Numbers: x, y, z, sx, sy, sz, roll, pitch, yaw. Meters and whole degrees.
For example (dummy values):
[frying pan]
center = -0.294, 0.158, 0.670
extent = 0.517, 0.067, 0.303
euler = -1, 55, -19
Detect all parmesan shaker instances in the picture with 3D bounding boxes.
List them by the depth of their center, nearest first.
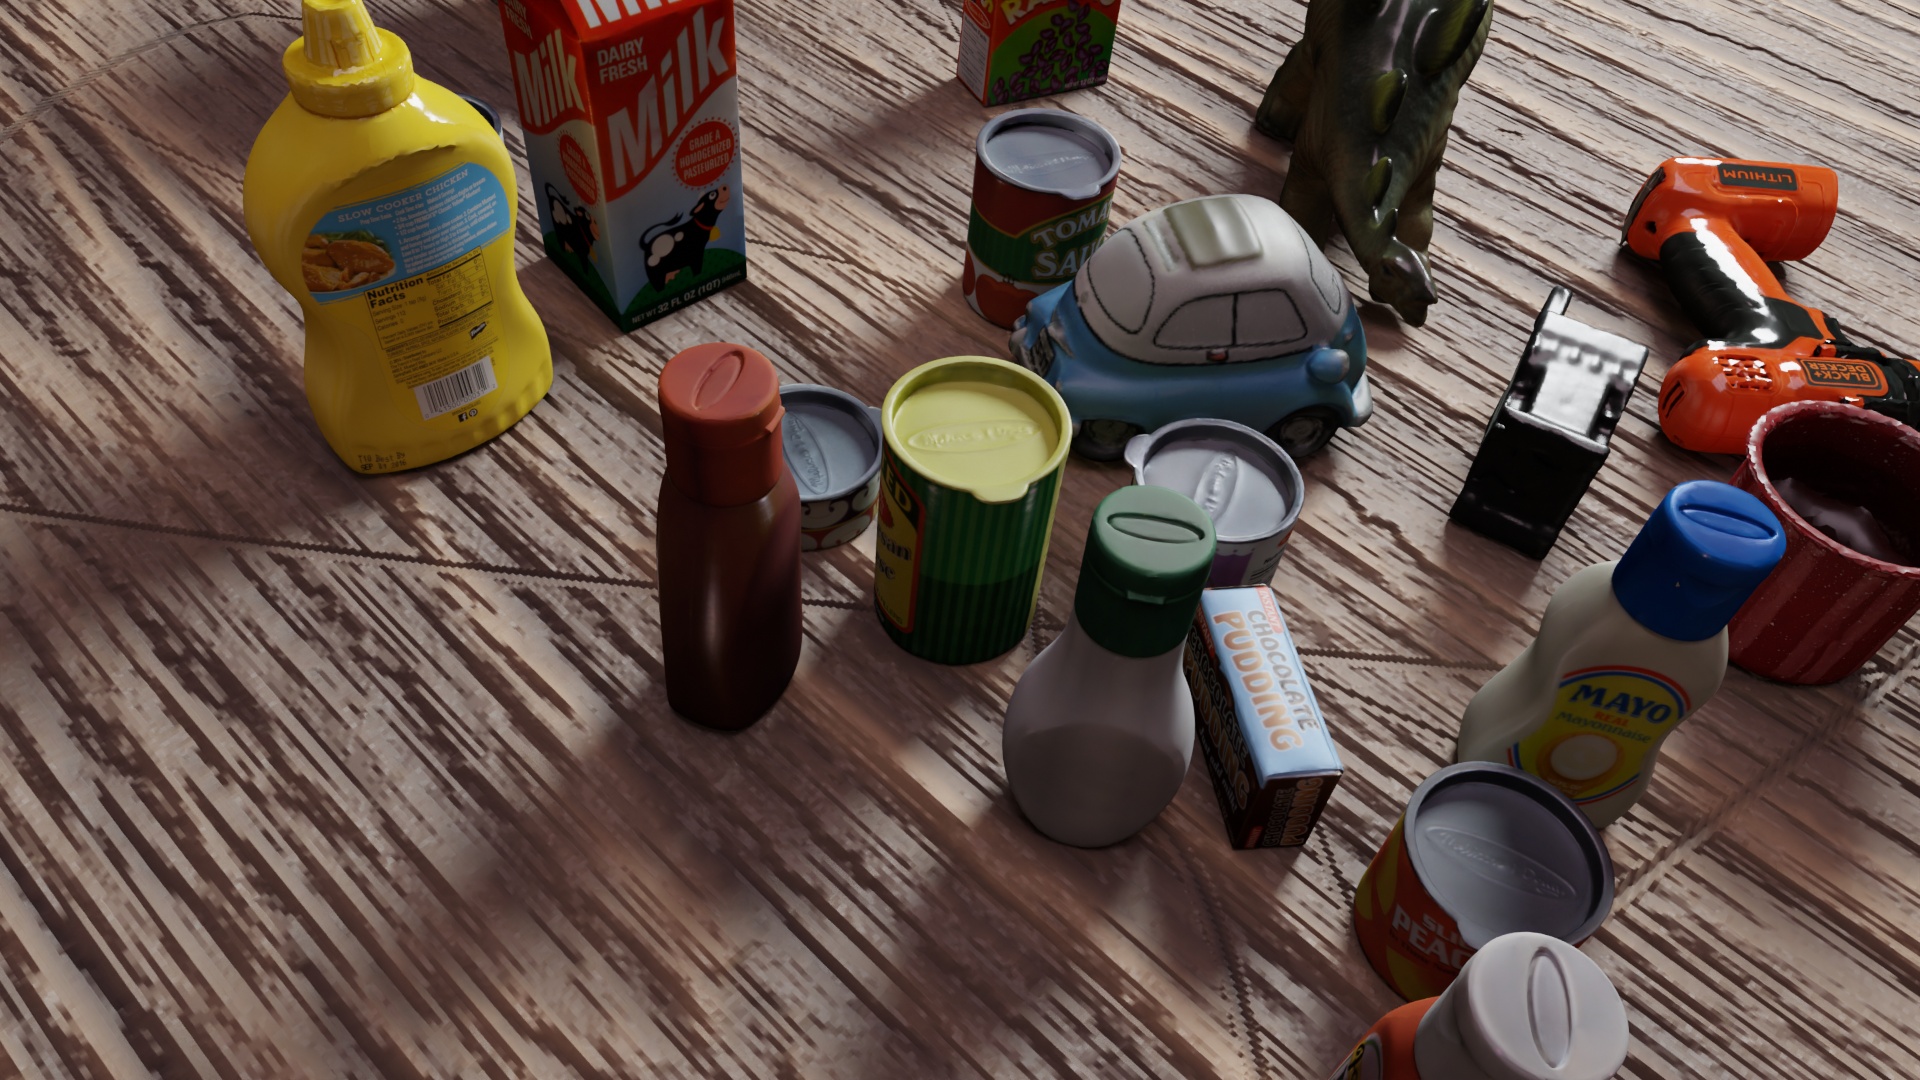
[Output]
[parmesan shaker]
center = 0.002, -0.006, 0.515
extent = 0.071, 0.102, 0.072
euler = 3, 49, -4

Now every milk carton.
[milk carton]
center = -0.145, -0.193, 0.602
extent = 0.072, 0.189, 0.073
euler = -31, 59, -29

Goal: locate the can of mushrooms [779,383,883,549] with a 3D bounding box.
[can of mushrooms]
center = -0.062, -0.031, 0.575
extent = 0.071, 0.033, 0.071
euler = 3, 49, -4

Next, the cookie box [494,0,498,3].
[cookie box]
center = -0.219, -0.347, 0.743
extent = 0.040, 0.166, 0.123
euler = -33, 60, -29

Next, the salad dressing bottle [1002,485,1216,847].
[salad dressing bottle]
center = 0.049, 0.044, 0.447
extent = 0.064, 0.146, 0.044
euler = 10, 49, 2

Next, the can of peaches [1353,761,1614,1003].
[can of peaches]
center = 0.169, 0.118, 0.456
extent = 0.071, 0.057, 0.071
euler = 3, 49, -4

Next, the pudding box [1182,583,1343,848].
[pudding box]
center = 0.106, 0.063, 0.502
extent = 0.030, 0.049, 0.084
euler = -4, 50, -10

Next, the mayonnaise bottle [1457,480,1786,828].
[mayonnaise bottle]
center = 0.221, 0.042, 0.468
extent = 0.065, 0.147, 0.041
euler = 15, 49, 7

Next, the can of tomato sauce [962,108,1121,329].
[can of tomato sauce]
center = 0.038, -0.149, 0.656
extent = 0.071, 0.082, 0.071
euler = 3, 49, -4

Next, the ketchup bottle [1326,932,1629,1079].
[ketchup bottle]
center = 0.125, 0.151, 0.362
extent = 0.043, 0.148, 0.065
euler = 12, 49, 4

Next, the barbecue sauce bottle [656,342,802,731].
[barbecue sauce bottle]
center = -0.078, 0.000, 0.470
extent = 0.044, 0.147, 0.065
euler = 18, 50, 9

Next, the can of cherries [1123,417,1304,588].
[can of cherries]
center = 0.095, -0.007, 0.555
extent = 0.071, 0.058, 0.072
euler = 3, 49, -4

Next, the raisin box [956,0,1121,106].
[raisin box]
center = 0.048, -0.312, 0.773
extent = 0.086, 0.122, 0.040
euler = -18, 53, -20

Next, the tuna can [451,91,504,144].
[tuna can]
center = -0.263, -0.192, 0.692
extent = 0.071, 0.032, 0.071
euler = 3, 49, -4
